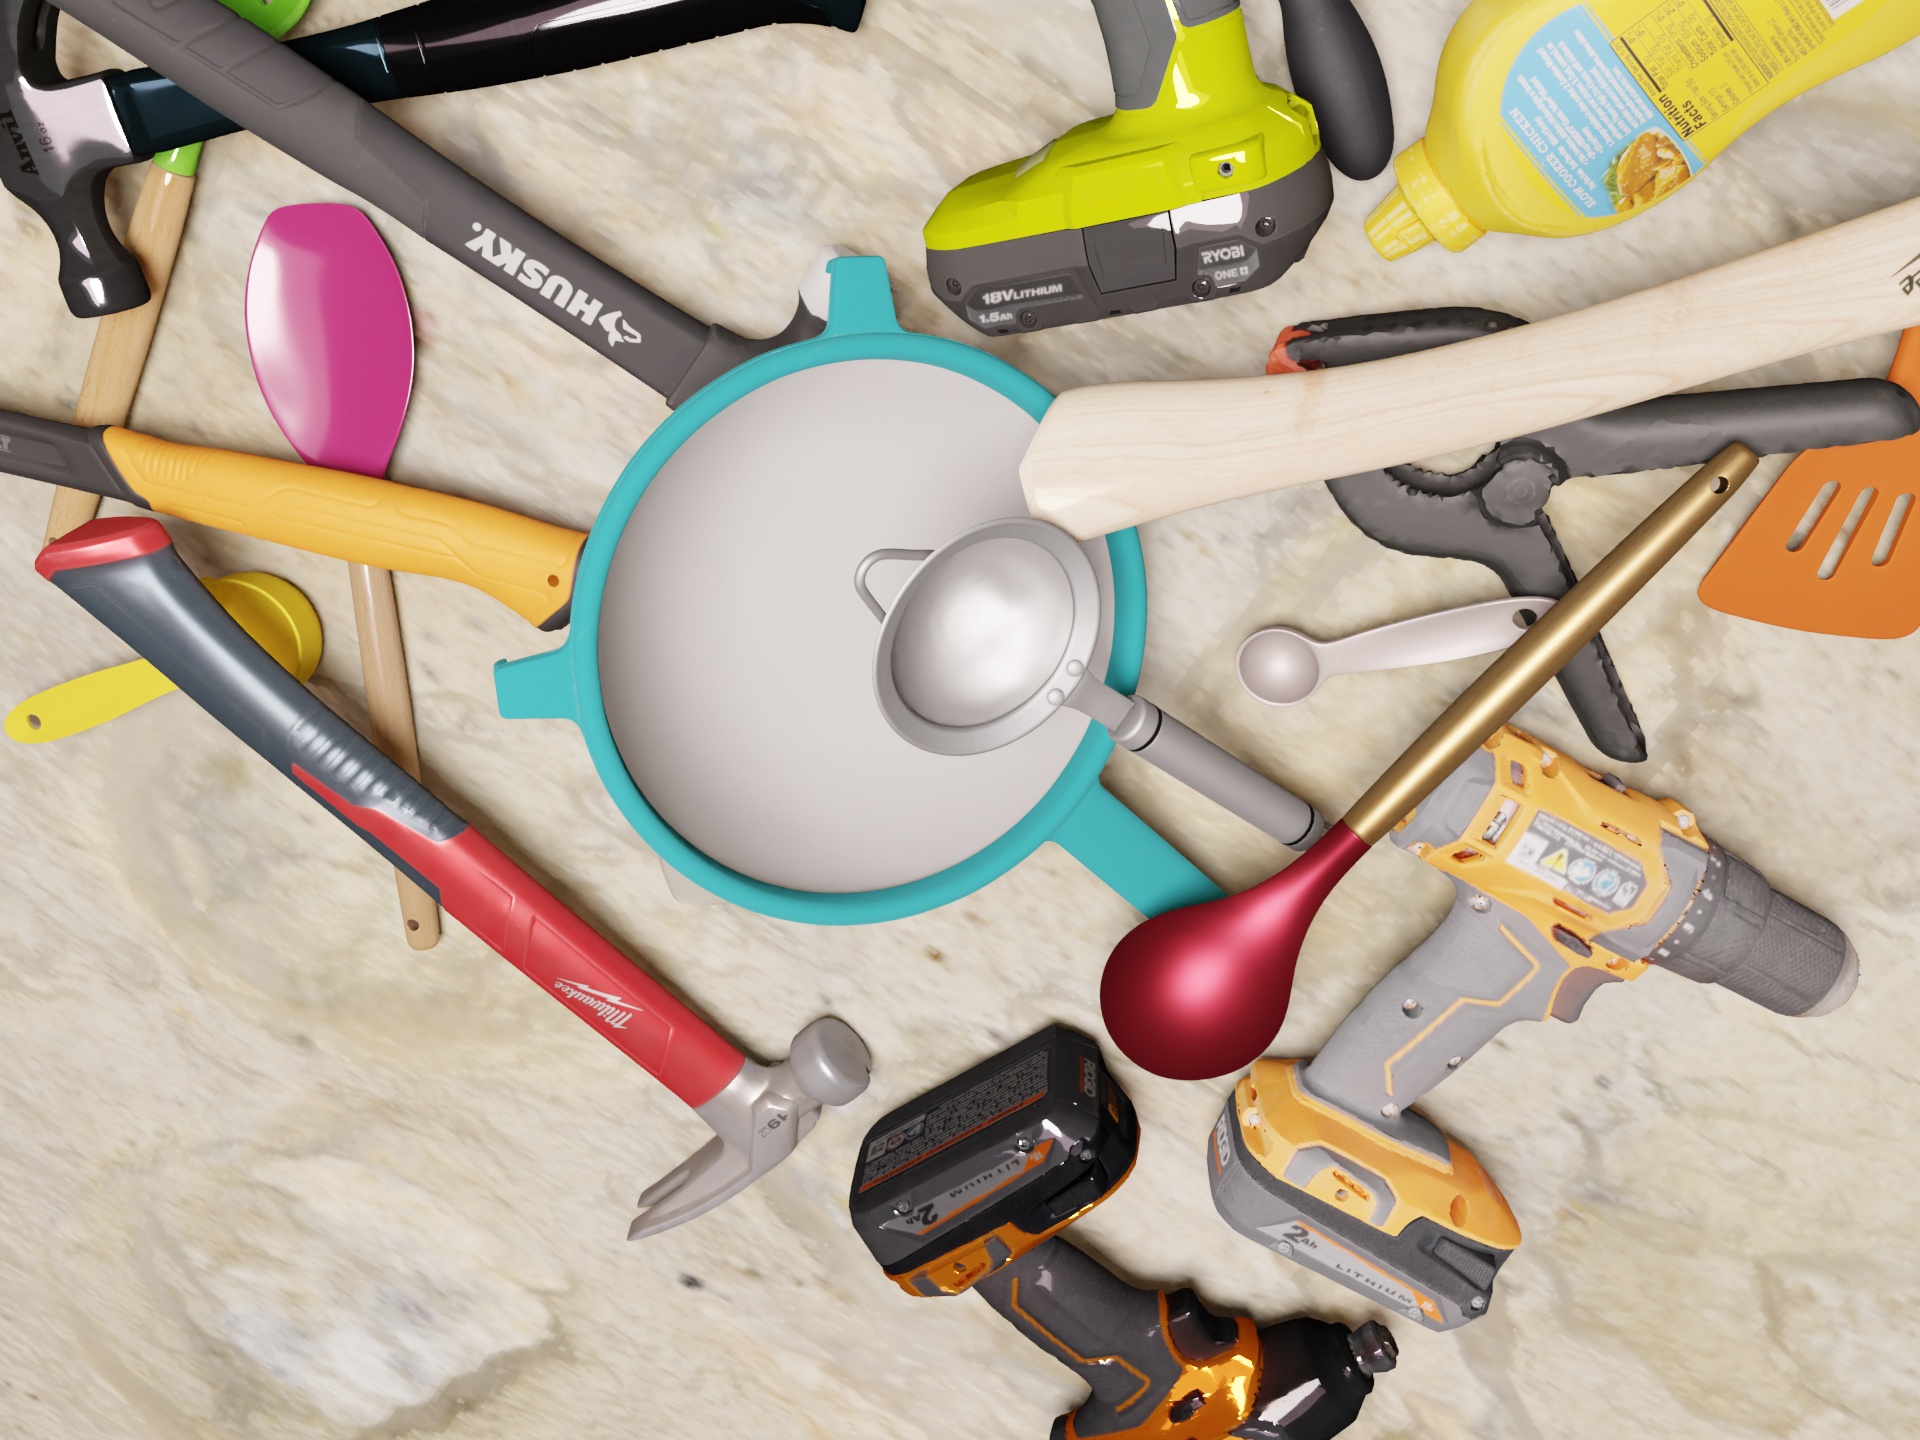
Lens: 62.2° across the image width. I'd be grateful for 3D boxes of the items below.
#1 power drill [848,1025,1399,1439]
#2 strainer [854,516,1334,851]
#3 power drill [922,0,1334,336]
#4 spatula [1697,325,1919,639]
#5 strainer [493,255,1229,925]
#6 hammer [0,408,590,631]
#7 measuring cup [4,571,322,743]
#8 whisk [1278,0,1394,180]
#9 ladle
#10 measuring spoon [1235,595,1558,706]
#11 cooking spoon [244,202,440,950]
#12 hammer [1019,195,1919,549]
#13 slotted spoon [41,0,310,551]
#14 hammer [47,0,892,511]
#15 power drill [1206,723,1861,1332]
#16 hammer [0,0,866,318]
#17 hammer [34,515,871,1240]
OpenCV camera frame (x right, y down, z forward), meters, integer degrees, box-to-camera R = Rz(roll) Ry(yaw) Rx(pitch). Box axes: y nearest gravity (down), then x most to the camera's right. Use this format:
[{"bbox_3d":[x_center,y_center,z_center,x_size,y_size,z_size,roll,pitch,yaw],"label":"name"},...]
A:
[{"bbox_3d":[0.075,0.247,0.692,0.164,0.084,0.226,-31,106,15],"label":"power drill"},{"bbox_3d":[0.054,-0.002,0.568,0.258,0.050,0.087,30,100,-33],"label":"strainer"},{"bbox_3d":[0.019,-0.247,0.503,0.190,0.080,0.228,-5,122,21],"label":"power drill"},{"bbox_3d":[0.339,-0.183,0.544,0.081,0.041,0.322,10,105,6],"label":"spatula"},{"bbox_3d":[-0.001,-0.002,0.619,0.340,0.095,0.211,40,87,-28],"label":"strainer"},{"bbox_3d":[-0.304,-0.102,0.628,0.337,0.034,0.127,14,110,0],"label":"hammer"},{"bbox_3d":[-0.345,-0.021,0.687,0.156,0.029,0.062,-17,105,15],"label":"measuring cup"},{"bbox_3d":[0.087,-0.310,0.512,0.070,0.070,0.284,-22,112,14],"label":"whisk"},{"bbox_3d":[0.163,0.023,0.576,0.069,0.031,0.315,42,107,1],"label":"ladle"},{"bbox_3d":[0.166,-0.032,0.606,0.124,0.018,0.034,-11,115,25],"label":"measuring spoon"},{"bbox_3d":[-0.247,-0.050,0.668,0.069,0.017,0.318,0,108,5],"label":"cooking spoon"},{"bbox_3d":[0.223,-0.112,0.512,0.410,0.038,0.146,-14,88,7],"label":"hammer"},{"bbox_3d":[-0.319,-0.194,0.626,0.070,0.031,0.313,27,111,-4],"label":"slotted spoon"},{"bbox_3d":[-0.200,-0.188,0.561,0.334,0.035,0.146,31,115,-20],"label":"hammer"},{"bbox_3d":[0.223,0.128,0.633,0.185,0.084,0.226,27,105,-2],"label":"power drill"},{"bbox_3d":[-0.190,-0.240,0.572,0.331,0.033,0.128,-10,117,4],"label":"hammer"},{"bbox_3d":[-0.220,0.069,0.664,0.143,0.038,0.386,-40,108,19],"label":"hammer"}]
